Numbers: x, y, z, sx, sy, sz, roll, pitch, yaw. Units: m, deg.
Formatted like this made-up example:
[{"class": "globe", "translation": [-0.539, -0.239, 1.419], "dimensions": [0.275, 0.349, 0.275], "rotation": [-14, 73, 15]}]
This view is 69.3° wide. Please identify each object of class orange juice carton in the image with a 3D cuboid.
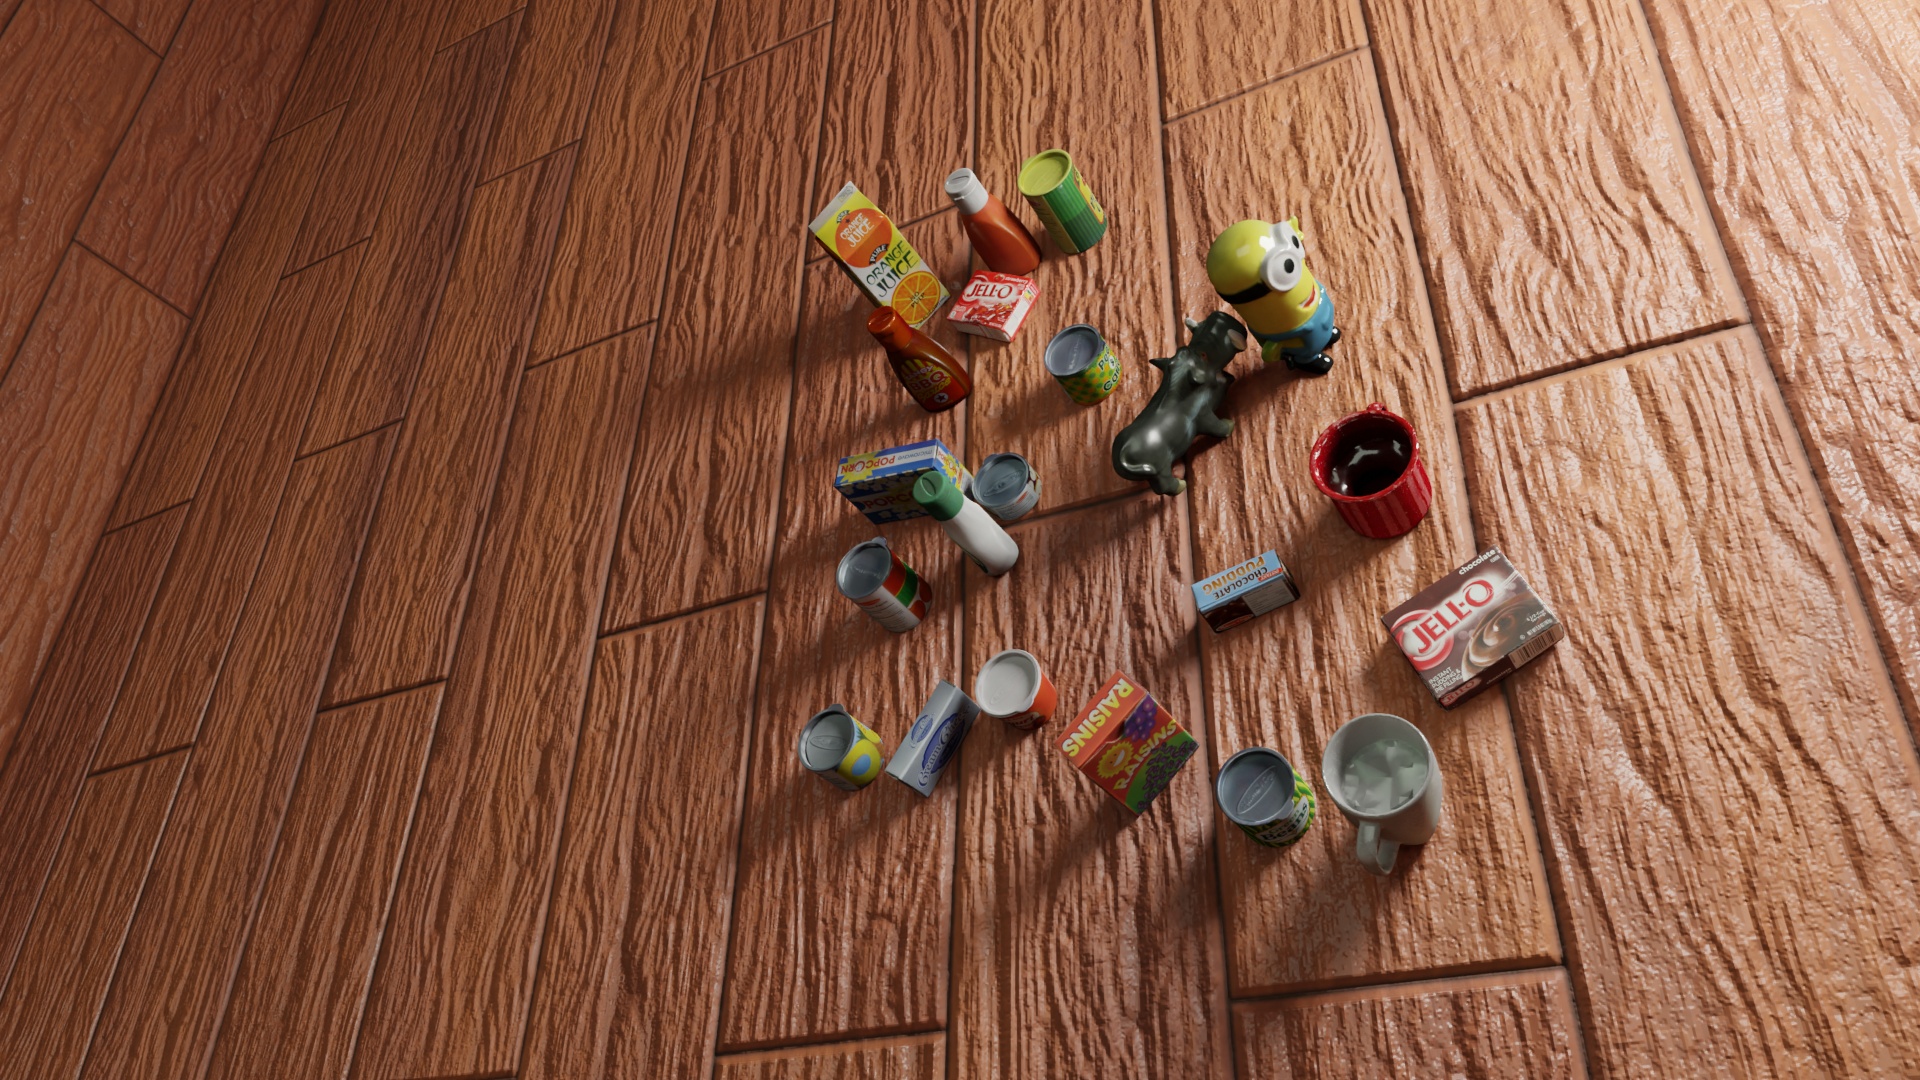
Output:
[{"class": "orange juice carton", "translation": [-0.100, -0.329, 1.613], "dimensions": [0.072, 0.192, 0.073], "rotation": [-47, 47, -1]}]

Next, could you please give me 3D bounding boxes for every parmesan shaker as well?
[{"class": "parmesan shaker", "translation": [0.115, -0.383, 1.570], "dimensions": [0.071, 0.103, 0.071], "rotation": [-17, 53, 24]}]

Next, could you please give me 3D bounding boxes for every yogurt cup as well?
[{"class": "yogurt cup", "translation": [0.055, 0.143, 1.298], "dimensions": [0.072, 0.054, 0.073], "rotation": [-17, 53, 24]}]

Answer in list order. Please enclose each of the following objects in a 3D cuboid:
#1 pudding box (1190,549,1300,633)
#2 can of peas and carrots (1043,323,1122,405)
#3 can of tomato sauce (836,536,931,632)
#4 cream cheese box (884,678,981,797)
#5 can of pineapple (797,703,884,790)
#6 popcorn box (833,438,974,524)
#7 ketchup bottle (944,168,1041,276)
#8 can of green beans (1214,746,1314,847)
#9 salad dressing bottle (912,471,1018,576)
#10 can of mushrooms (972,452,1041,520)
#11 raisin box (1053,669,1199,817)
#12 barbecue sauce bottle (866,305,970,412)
[{"class": "pudding box", "translation": [0.253, 0.046, 1.235], "dimensions": [0.083, 0.049, 0.030], "rotation": [-26, 50, 17]}, {"class": "can of peas and carrots", "translation": [0.131, -0.185, 1.459], "dimensions": [0.071, 0.058, 0.071], "rotation": [-17, 53, 24]}, {"class": "can of tomato sauce", "translation": [-0.077, 0.046, 1.427], "dimensions": [0.071, 0.083, 0.071], "rotation": [-17, 53, 24]}, {"class": "cream cheese box", "translation": [-0.025, 0.189, 1.320], "dimensions": [0.024, 0.053, 0.104], "rotation": [22, 75, 41]}, {"class": "can of pineapple", "translation": [-0.116, 0.205, 1.365], "dimensions": [0.071, 0.057, 0.071], "rotation": [-17, 53, 24]}, {"class": "popcorn box", "translation": [-0.058, -0.062, 1.484], "dimensions": [0.126, 0.085, 0.038], "rotation": [-9, 57, 28]}, {"class": "ketchup bottle", "translation": [0.033, -0.359, 1.576], "dimensions": [0.064, 0.148, 0.044], "rotation": [-6, 58, 30]}, {"class": "can of green beans", "translation": [0.248, 0.209, 1.126], "dimensions": [0.071, 0.057, 0.071], "rotation": [-17, 53, 24]}, {"class": "salad dressing bottle", "translation": [0.005, -0.017, 1.371], "dimensions": [0.044, 0.147, 0.064], "rotation": [-40, 48, 5]}, {"class": "can of mushrooms", "translation": [0.048, -0.058, 1.447], "dimensions": [0.071, 0.033, 0.071], "rotation": [-17, 53, 24]}, {"class": "raisin box", "translation": [0.142, 0.173, 1.174], "dimensions": [0.086, 0.123, 0.040], "rotation": [-48, 47, -2]}, {"class": "barbecue sauce bottle", "translation": [-0.049, -0.201, 1.526], "dimensions": [0.065, 0.148, 0.044], "rotation": [-22, 52, 20]}]
